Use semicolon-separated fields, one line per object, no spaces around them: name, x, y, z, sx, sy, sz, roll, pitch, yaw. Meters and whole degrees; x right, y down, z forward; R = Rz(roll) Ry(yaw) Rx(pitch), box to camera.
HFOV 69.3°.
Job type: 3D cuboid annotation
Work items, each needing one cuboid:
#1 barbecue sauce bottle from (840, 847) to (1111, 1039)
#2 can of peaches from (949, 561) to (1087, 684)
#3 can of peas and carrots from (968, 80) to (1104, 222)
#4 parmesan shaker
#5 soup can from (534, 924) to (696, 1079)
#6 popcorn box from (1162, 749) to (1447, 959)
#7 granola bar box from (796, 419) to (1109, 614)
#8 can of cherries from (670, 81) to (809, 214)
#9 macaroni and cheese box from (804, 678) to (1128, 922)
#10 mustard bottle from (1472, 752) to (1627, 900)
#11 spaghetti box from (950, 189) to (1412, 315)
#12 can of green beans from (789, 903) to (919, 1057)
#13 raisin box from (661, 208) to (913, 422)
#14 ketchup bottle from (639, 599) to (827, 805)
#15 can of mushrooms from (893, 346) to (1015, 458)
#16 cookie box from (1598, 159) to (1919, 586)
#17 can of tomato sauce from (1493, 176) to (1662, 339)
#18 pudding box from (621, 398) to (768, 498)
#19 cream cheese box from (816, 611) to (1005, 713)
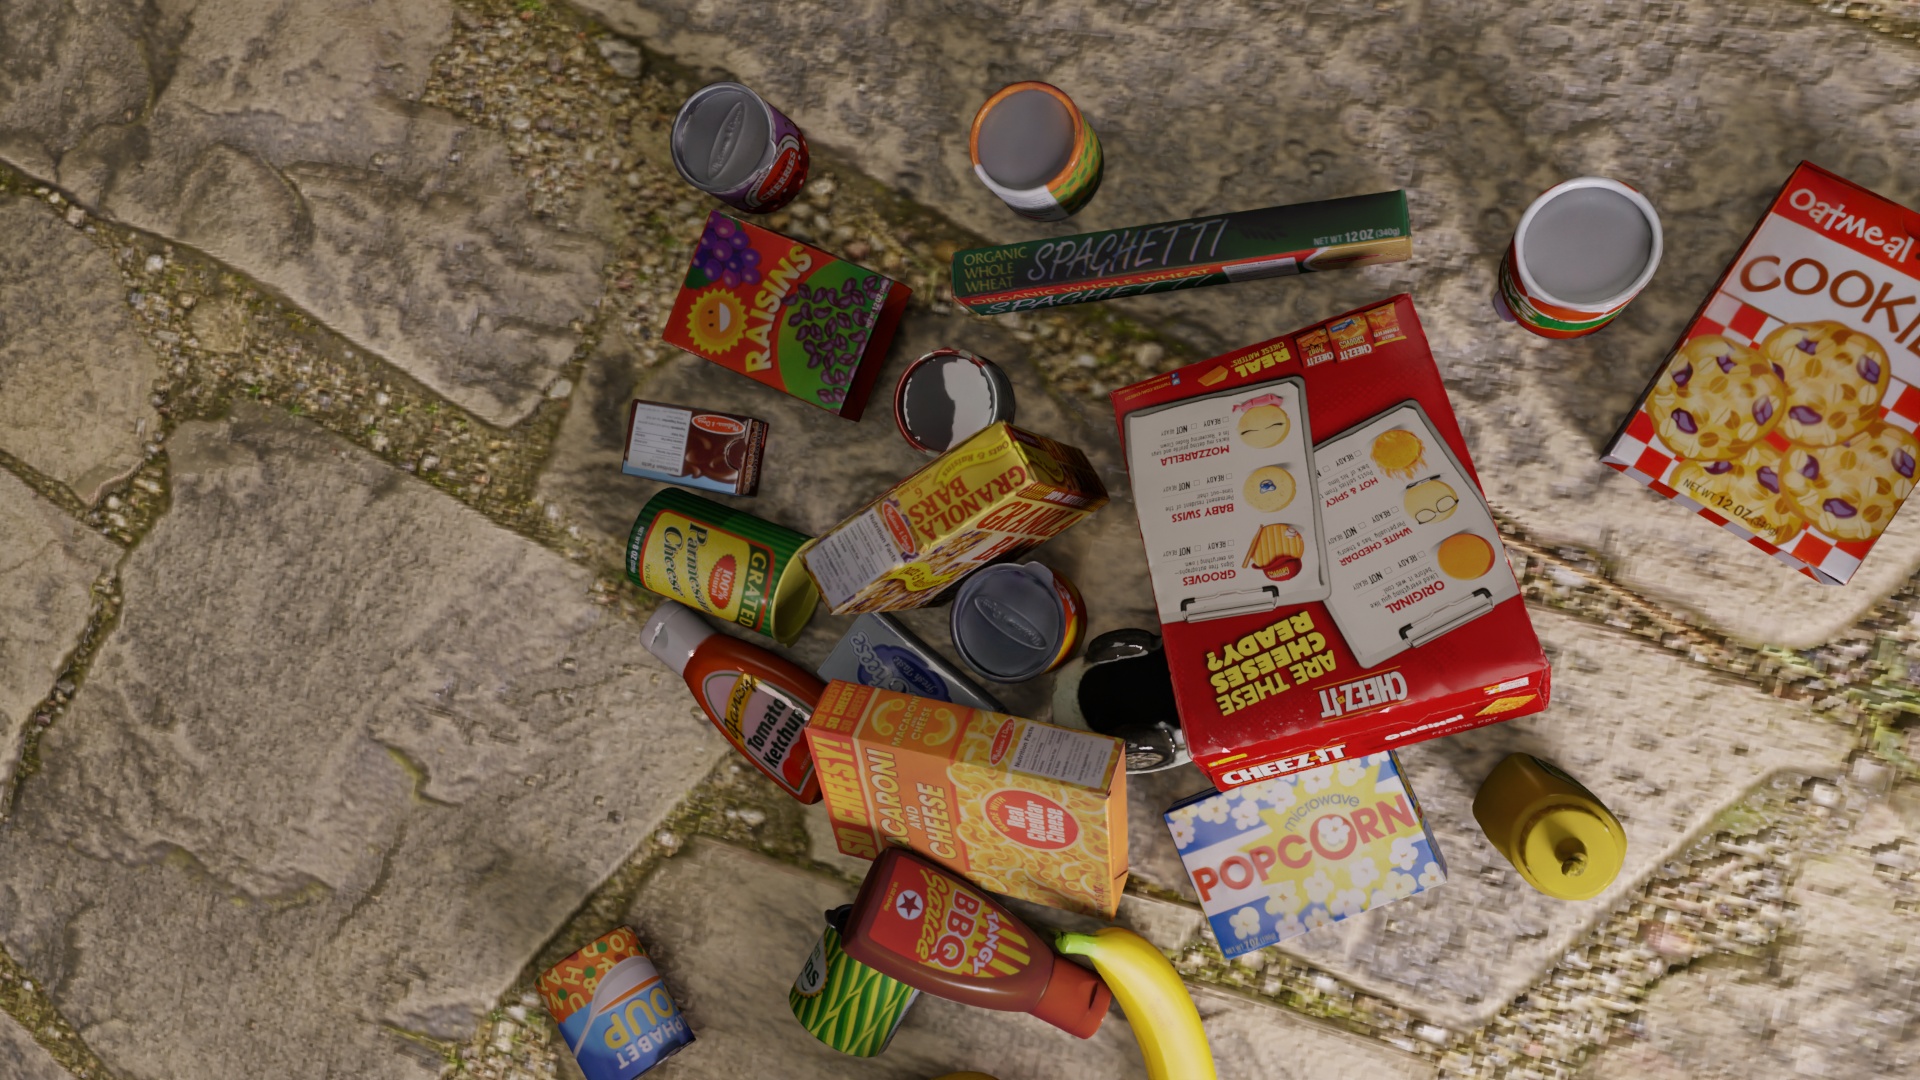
barbecue sauce bottle;0.011;0.229;0.772;0.148;0.043;0.065;27;55;-6
can of peaches;0.035;0.044;0.784;0.071;0.058;0.071;-1;88;17
can of peas and carrots;0.044;-0.222;0.787;0.071;0.059;0.071;0;89;17
parmesan shaker;-0.141;0.016;0.835;0.103;0.071;0.071;19;95;17
soup can;-0.210;0.287;0.848;0.071;0.071;0.084;-36;79;13
popcorn box;0.184;0.161;0.746;0.126;0.038;0.085;-25;81;15
granola bar box;0.003;-0.009;0.739;0.124;0.165;0.039;-33;79;14
can of cherries;-0.131;-0.235;0.842;0.071;0.058;0.071;-1;88;17
macaroni and cheese box;0.007;0.143;0.764;0.166;0.040;0.123;10;137;17
mustard bottle;0.281;0.138;0.653;0.065;0.160;0.048;35;98;13
spaghetti box;0.118;-0.157;0.768;0.250;0.050;0.028;-4;86;17
can of green beans;-0.058;0.254;0.803;0.071;0.071;0.057;31;99;15
raisin box;-0.102;-0.132;0.814;0.123;0.040;0.086;24;96;14
ketchup bottle;-0.128;0.092;0.841;0.149;0.043;0.064;35;106;15
can of mushrooms;-0.006;-0.079;0.813;0.071;0.033;0.071;0;90;17
cookie box;0.418;-0.081;0.679;0.123;0.040;0.167;33;98;15
can of tomato sauce;0.305;-0.139;0.693;0.071;0.083;0.071;0;89;17
pudding box;-0.165;-0.057;0.862;0.084;0.030;0.049;10;91;17
cream cheese box;-0.029;0.088;0.820;0.104;0.024;0.053;38;100;14
